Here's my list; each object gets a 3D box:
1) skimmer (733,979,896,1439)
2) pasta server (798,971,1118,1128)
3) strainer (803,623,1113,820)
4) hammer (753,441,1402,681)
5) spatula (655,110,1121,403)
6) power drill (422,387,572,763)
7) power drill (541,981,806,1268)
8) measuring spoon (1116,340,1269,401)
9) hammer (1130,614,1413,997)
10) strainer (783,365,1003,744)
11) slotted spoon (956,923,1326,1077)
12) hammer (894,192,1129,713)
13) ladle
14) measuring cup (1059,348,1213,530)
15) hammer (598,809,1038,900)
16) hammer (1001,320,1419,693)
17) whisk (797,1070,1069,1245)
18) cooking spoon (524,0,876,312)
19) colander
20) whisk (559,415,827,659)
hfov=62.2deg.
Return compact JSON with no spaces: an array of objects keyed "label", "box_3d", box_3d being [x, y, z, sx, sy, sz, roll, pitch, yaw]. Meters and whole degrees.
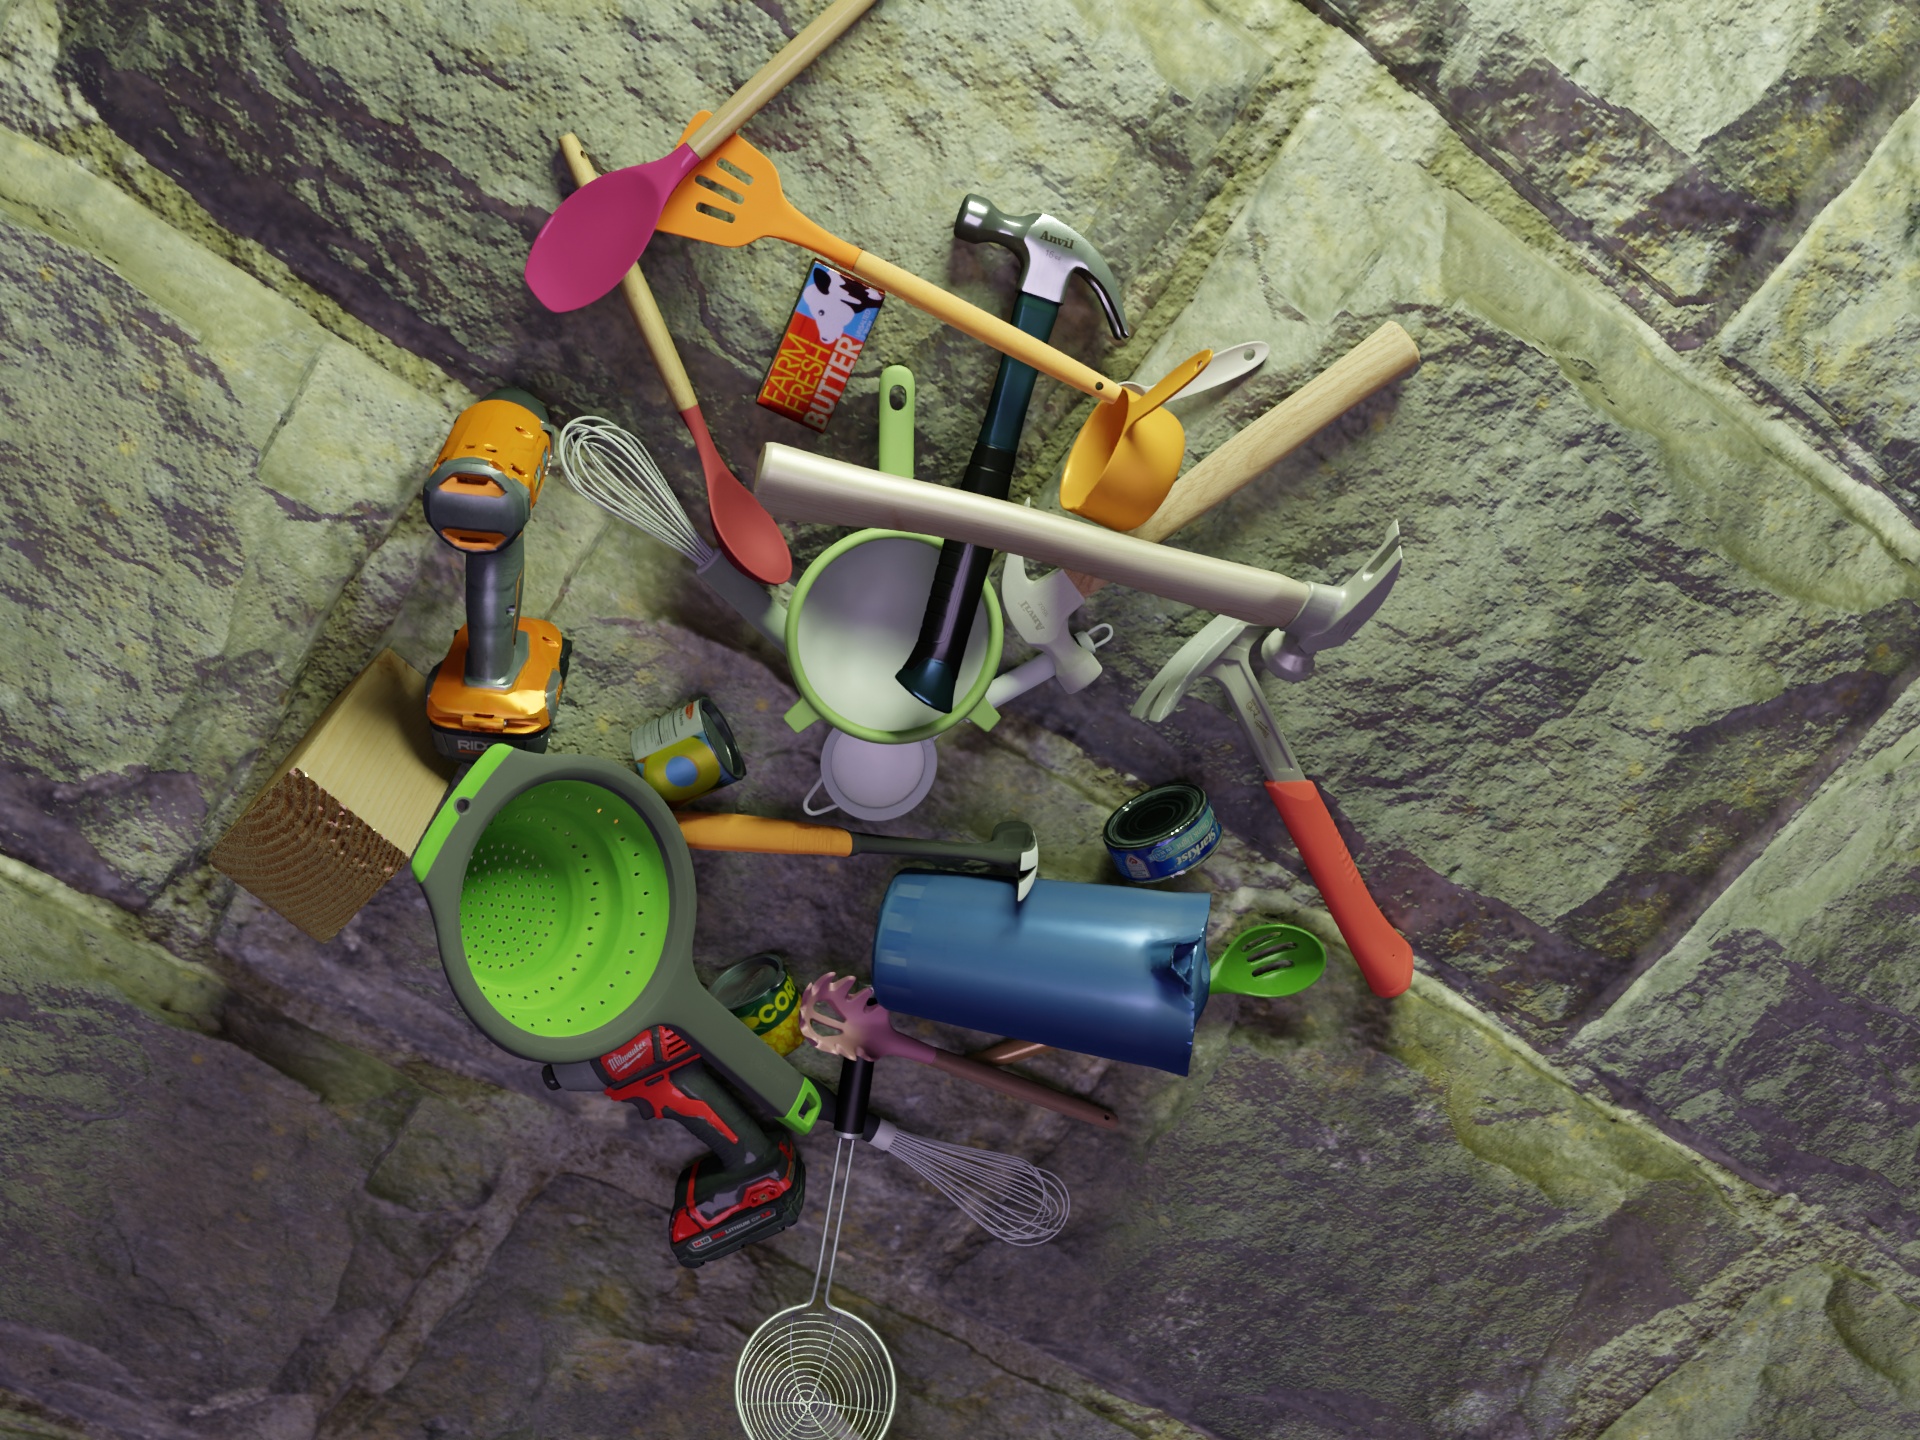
[{"label":"skimmer","box_3d":[-0.092,0.387,1.229,0.127,0.090,0.363,9,91,-12]},{"label":"pasta server","box_3d":[0.003,0.272,1.255,0.316,0.060,0.040,26,152,-25]},{"label":"strainer","box_3d":[-0.002,-0.004,1.162,0.258,0.050,0.086,-29,107,2]},{"label":"hammer","box_3d":[0.075,-0.116,1.007,0.410,0.038,0.146,12,145,-16]},{"label":"spatula","box_3d":[-0.043,-0.280,1.011,0.322,0.041,0.081,26,99,-6]},{"label":"power drill","box_3d":[-0.302,-0.102,1.048,0.084,0.164,0.226,5,125,-7]},{"label":"power drill","box_3d":[-0.226,0.318,1.264,0.143,0.079,0.219,-25,110,6]},{"label":"measuring spoon","box_3d":[0.154,-0.234,1.093,0.124,0.018,0.034,-23,113,-2]},{"label":"hammer","box_3d":[0.255,0.081,1.194,0.149,0.037,0.358,-42,118,-22]},{"label":"strainer","box_3d":[-0.049,-0.114,1.106,0.151,0.069,0.256,-1,98,-11]},{"label":"slotted spoon","box_3d":[0.140,0.231,1.280,0.314,0.031,0.070,-20,112,6]},{"label":"hammer","box_3d":[0.019,-0.168,1.056,0.128,0.033,0.331,15,96,-11]},{"label":"ladle","box_3d":[-0.190,-0.230,1.049,0.031,0.069,0.315,-15,109,24]},{"label":"measuring cup","box_3d":[0.127,-0.180,1.005,0.052,0.095,0.173,24,154,-19]},{"label":"hammer","box_3d":[-0.111,0.089,1.161,0.337,0.127,0.034,4,98,0]},{"label":"hammer","box_3d":[0.170,-0.165,1.103,0.331,0.031,0.130,-36,100,7]},{"label":"whisk","box_3d":[-0.037,0.354,1.304,0.284,0.070,0.070,29,108,-10]},{"label":"cooking spoon","box_3d":[-0.147,-0.370,0.988,0.319,0.017,0.069,-41,76,5]},{"label":"colander","box_3d":[-0.243,0.179,1.125,0.094,0.205,0.396,-5,136,41]},{"label":"whisk","box_3d":[-0.180,-0.116,1.101,0.246,0.059,0.058,44,142,-23]}]
